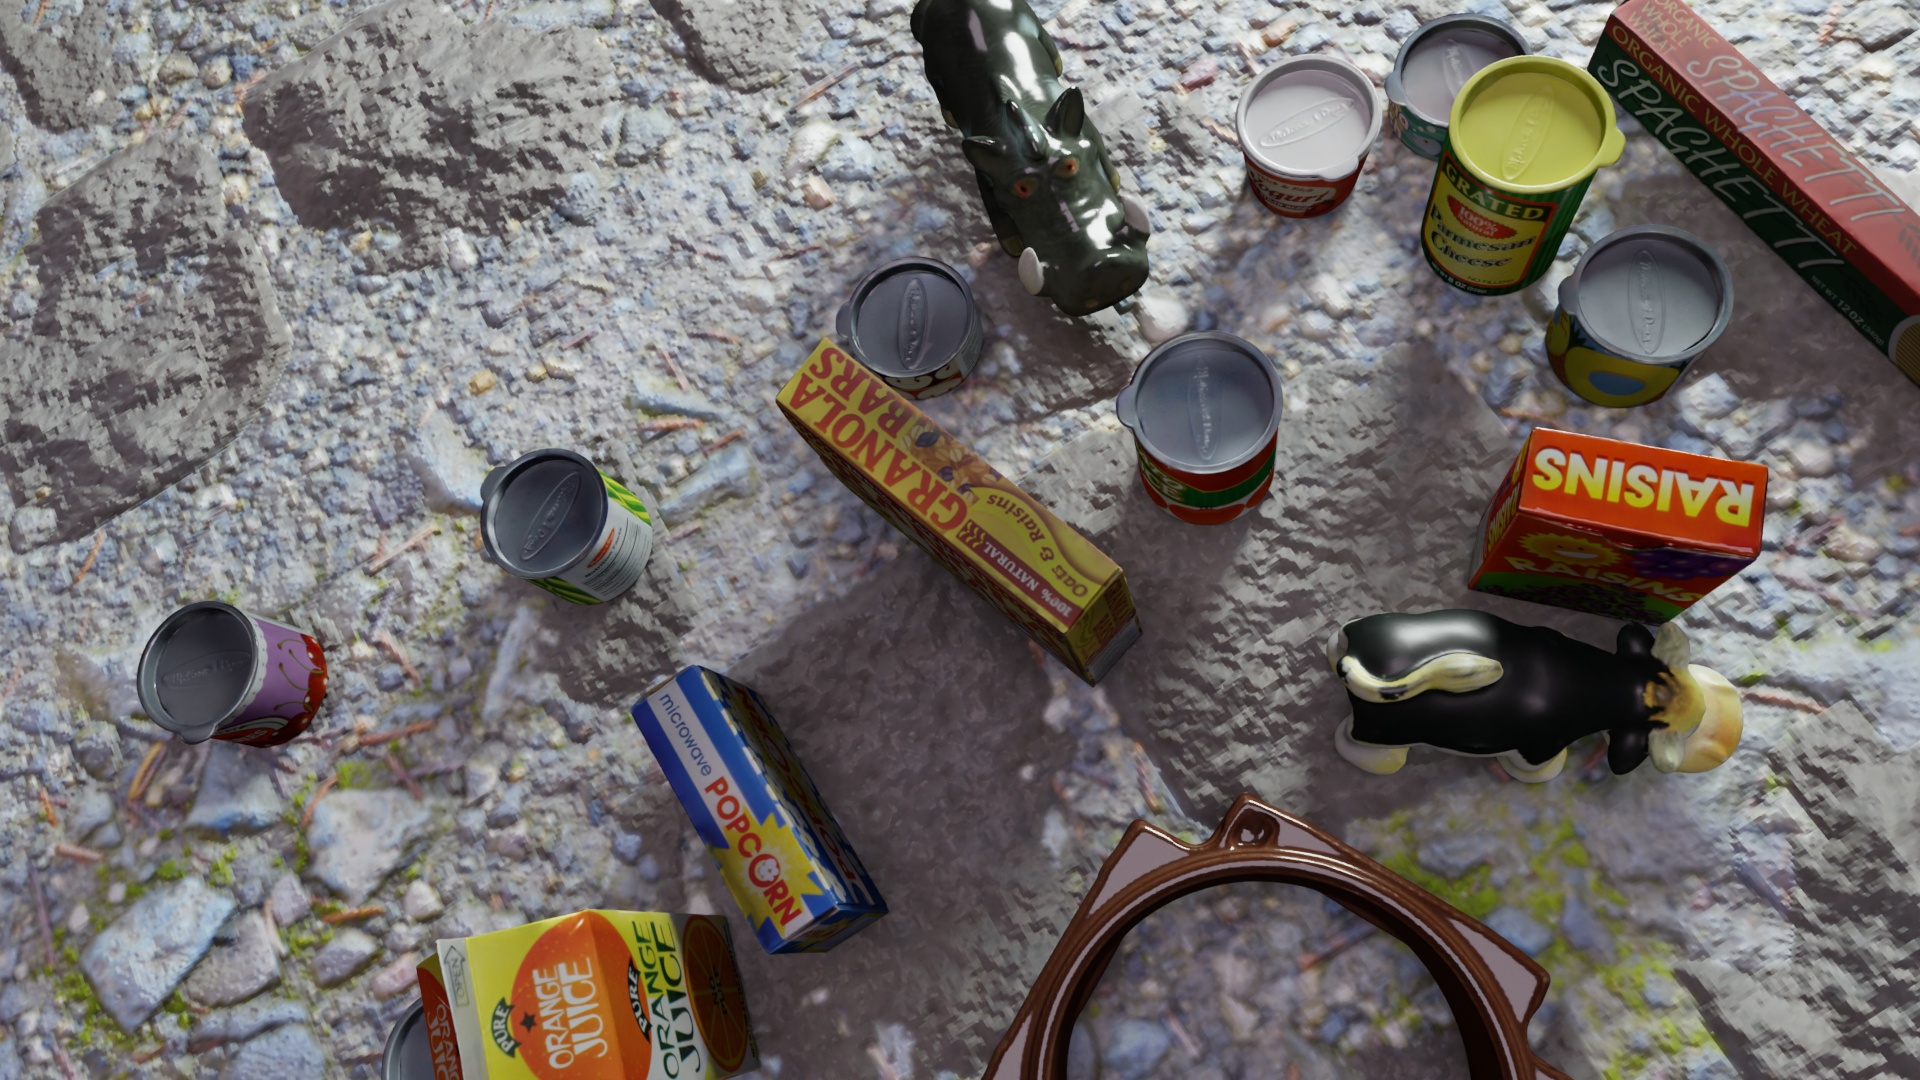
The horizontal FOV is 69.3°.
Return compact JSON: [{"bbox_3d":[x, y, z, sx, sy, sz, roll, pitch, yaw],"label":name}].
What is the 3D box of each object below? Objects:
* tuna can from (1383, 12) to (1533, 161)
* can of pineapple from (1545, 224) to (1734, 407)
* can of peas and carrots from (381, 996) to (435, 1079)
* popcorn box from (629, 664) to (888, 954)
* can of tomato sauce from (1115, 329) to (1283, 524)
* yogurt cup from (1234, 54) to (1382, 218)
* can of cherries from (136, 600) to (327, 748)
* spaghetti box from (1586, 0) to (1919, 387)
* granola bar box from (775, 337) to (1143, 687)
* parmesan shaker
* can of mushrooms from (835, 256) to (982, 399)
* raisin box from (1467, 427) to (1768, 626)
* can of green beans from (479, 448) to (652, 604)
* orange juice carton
[{"bbox_3d":[0.244,-0.223,0.688,0.071,0.032,0.071,-3,73,10],"label":"tuna can"},{"bbox_3d":[0.302,-0.100,0.627,0.071,0.057,0.071,-3,73,10],"label":"can of pineapple"},{"bbox_3d":[-0.212,0.234,0.625,0.071,0.058,0.071,-3,73,10],"label":"can of peas and carrots"},{"bbox_3d":[-0.089,0.121,0.621,0.038,0.085,0.127,-35,71,0],"label":"popcorn box"},{"bbox_3d":[0.110,-0.048,0.635,0.071,0.083,0.071,-3,73,10],"label":"can of tomato sauce"},{"bbox_3d":[0.169,-0.195,0.683,0.072,0.054,0.072,-3,73,10],"label":"yogurt cup"},{"bbox_3d":[-0.367,0.072,0.704,0.071,0.058,0.071,-3,73,10],"label":"can of cherries"},{"bbox_3d":[0.385,-0.156,0.632,0.029,0.050,0.250,-35,70,0],"label":"spaghetti box"},{"bbox_3d":[0.002,-0.008,0.622,0.166,0.124,0.039,39,85,19],"label":"granola bar box"},{"bbox_3d":[0.251,-0.160,0.631,0.071,0.103,0.071,-3,74,10],"label":"parmesan shaker"},{"bbox_3d":[-0.025,-0.107,0.705,0.071,0.033,0.071,-3,73,10],"label":"can of mushrooms"},{"bbox_3d":[0.263,-0.002,0.570,0.086,0.123,0.040,12,77,14],"label":"raisin box"},{"bbox_3d":[-0.195,-0.006,0.694,0.071,0.057,0.071,-3,73,10],"label":"can of green beans"},{"bbox_3d":[-0.151,0.193,0.555,0.073,0.192,0.072,-19,71,5],"label":"orange juice carton"}]
